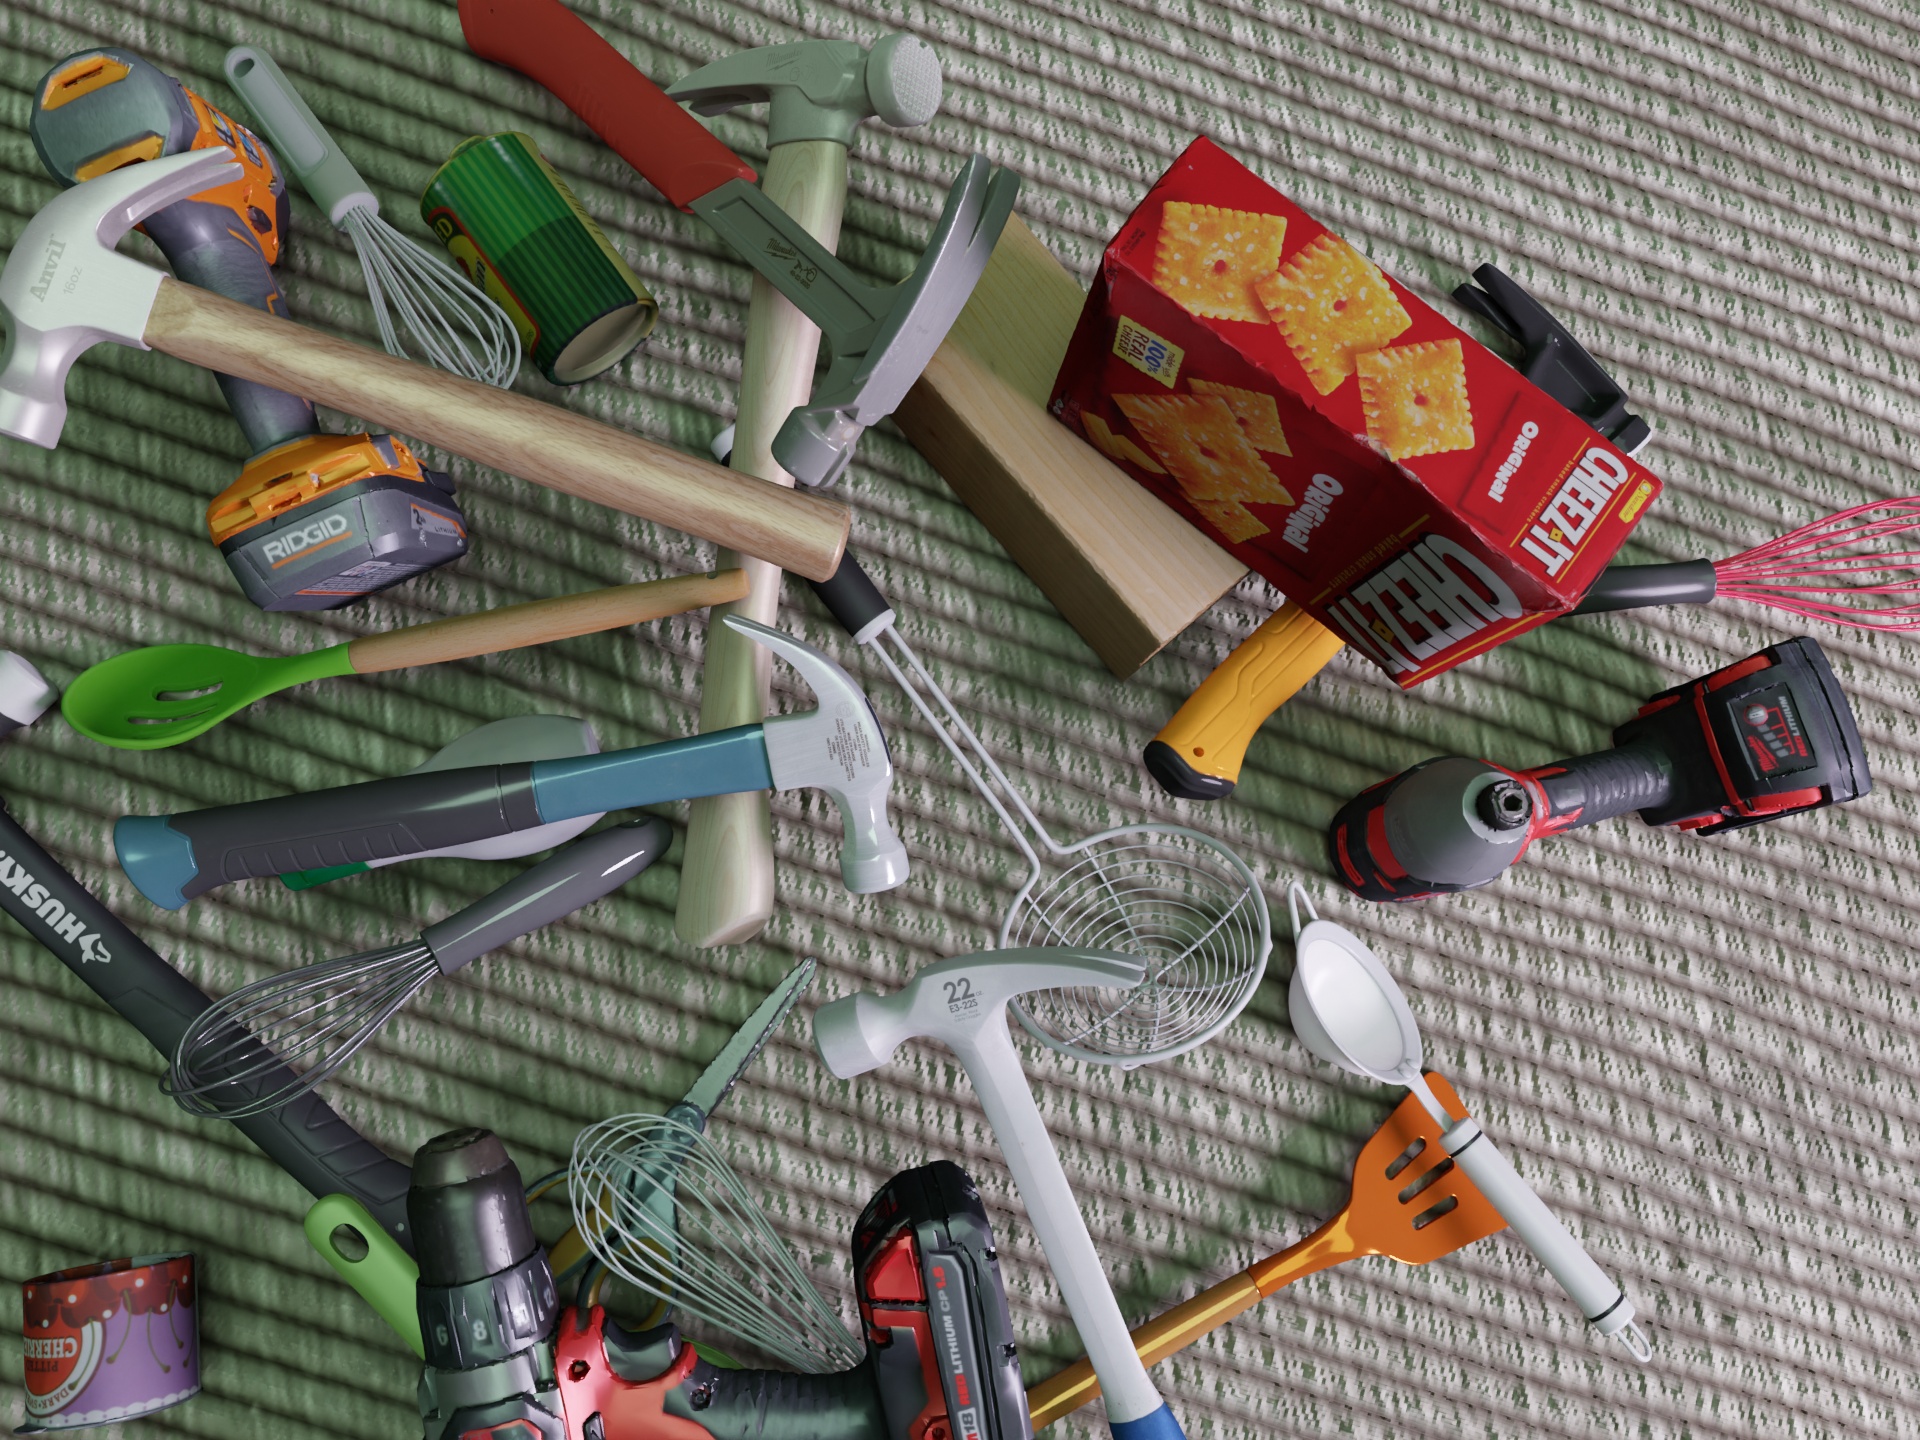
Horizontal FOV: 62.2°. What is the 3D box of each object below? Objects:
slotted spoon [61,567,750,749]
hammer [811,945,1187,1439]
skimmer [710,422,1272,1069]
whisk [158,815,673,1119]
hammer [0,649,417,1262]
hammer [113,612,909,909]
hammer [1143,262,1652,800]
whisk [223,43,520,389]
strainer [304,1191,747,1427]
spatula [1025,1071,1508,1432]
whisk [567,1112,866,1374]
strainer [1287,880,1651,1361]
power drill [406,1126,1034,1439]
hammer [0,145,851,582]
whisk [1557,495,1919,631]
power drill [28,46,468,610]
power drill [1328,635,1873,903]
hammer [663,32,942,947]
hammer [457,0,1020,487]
[{"bbox_3d":[-0.247,-0.032,0.714,0.314,0.031,0.070,-11,42,5],"label":"slotted spoon"},{"bbox_3d":[0.077,0.287,0.687,0.144,0.035,0.405,-22,94,14],"label":"hammer"},{"bbox_3d":[-0.001,-0.002,0.740,0.127,0.090,0.363,-37,86,-10],"label":"skimmer"},{"bbox_3d":[-0.231,0.102,0.701,0.239,0.055,0.055,-29,84,-25],"label":"whisk"},{"bbox_3d":[-0.359,0.130,0.706,0.335,0.035,0.146,42,78,2],"label":"hammer"},{"bbox_3d":[-0.195,0.035,0.686,0.331,0.033,0.128,-9,98,0],"label":"hammer"},{"bbox_3d":[0.203,-0.087,0.781,0.337,0.034,0.127,-43,90,-20],"label":"hammer"},{"bbox_3d":[-0.287,-0.238,0.762,0.058,0.059,0.246,-39,76,4],"label":"whisk"},{"bbox_3d":[-0.178,0.293,0.676,0.151,0.069,0.256,-44,90,-10],"label":"strainer"},{"bbox_3d":[0.114,0.274,0.742,0.322,0.041,0.081,-27,83,-6],"label":"spatula"},{"bbox_3d":[-0.058,0.272,0.686,0.284,0.070,0.070,42,78,-3],"label":"whisk"},{"bbox_3d":[0.224,0.188,0.738,0.258,0.087,0.050,50,122,16],"label":"strainer"},{"bbox_3d":[-0.098,0.234,0.618,0.226,0.080,0.188,-12,90,-6],"label":"power drill"},{"bbox_3d":[-0.203,-0.126,0.641,0.331,0.031,0.130,17,87,-15],"label":"hammer"},{"bbox_3d":[0.401,-0.073,0.818,0.296,0.073,0.073,-5,81,-2],"label":"whisk"},{"bbox_3d":[-0.308,-0.166,0.713,0.084,0.164,0.226,-24,95,0],"label":"power drill"},{"bbox_3d":[0.295,0.031,0.744,0.219,0.143,0.078,-14,79,-11],"label":"power drill"},{"bbox_3d":[-0.100,-0.102,0.736,0.146,0.038,0.410,9,93,35],"label":"hammer"},{"bbox_3d":[-0.126,-0.266,0.719,0.359,0.036,0.149,47,114,28],"label":"hammer"}]
